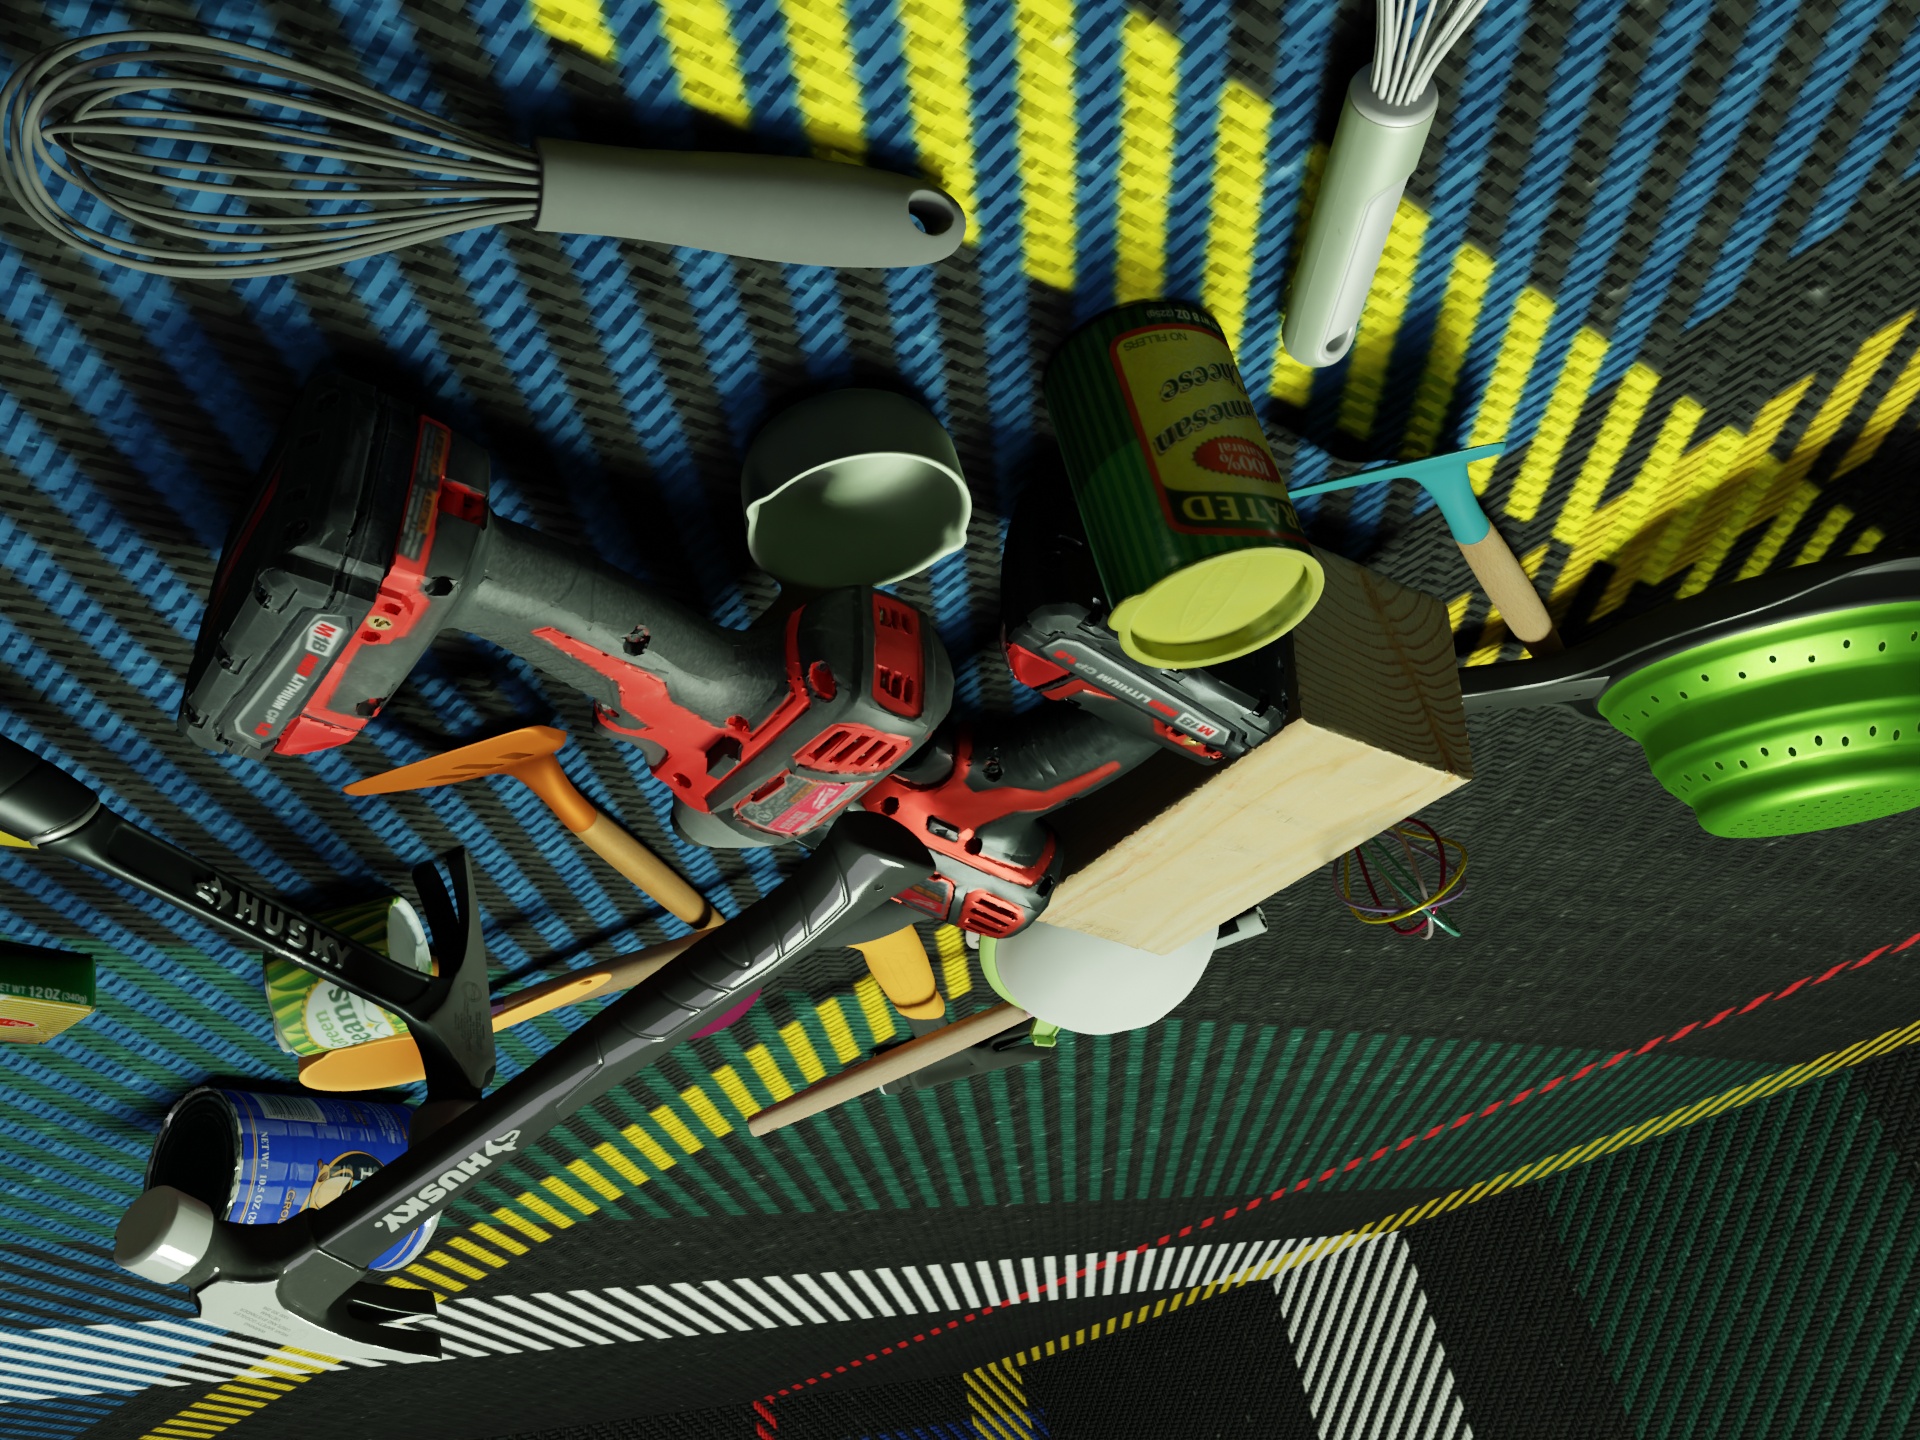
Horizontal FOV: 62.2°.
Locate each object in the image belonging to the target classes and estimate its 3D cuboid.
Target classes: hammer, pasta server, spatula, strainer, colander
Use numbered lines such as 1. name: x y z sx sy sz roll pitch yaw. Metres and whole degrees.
1. hammer: -0.305 0.040 0.575 0.036 0.149 0.408 -22 142 15
2. pasta server: 0.012 0.183 0.991 0.316 0.040 0.060 -24 149 0
3. spatula: -0.229 0.151 0.877 0.316 0.018 0.059 -19 152 22
4. hammer: -0.021 0.175 1.021 0.127 0.034 0.336 -14 152 2
5. strainer: 0.139 0.114 0.907 0.256 0.069 0.151 -23 131 0
6. spatula: 0.226 -0.063 0.686 0.082 0.044 0.317 -11 158 29
7. hammer: -0.152 0.145 0.638 0.335 0.035 0.146 -35 132 3
8. colander: 0.318 0.011 0.760 0.397 0.095 0.204 -8 163 6
9. spatula: -0.165 0.062 0.739 0.081 0.041 0.322 -17 153 6

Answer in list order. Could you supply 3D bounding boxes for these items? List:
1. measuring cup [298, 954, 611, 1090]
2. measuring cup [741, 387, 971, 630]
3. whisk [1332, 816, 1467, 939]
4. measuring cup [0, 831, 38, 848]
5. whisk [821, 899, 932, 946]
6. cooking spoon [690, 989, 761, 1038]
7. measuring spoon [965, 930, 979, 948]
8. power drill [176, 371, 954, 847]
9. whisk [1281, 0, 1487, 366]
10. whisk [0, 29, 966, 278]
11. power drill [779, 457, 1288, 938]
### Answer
1. measuring cup: -0.263 0.141 0.826 0.173 0.052 0.095 -22 156 9
2. measuring cup: -0.060 -0.058 0.571 0.083 0.038 0.167 6 148 -32
3. whisk: 0.194 0.051 0.753 0.051 0.245 0.047 27 101 -2
4. measuring cup: -0.406 0.051 0.616 0.156 0.029 0.062 10 144 -35
5. whisk: 0.050 0.079 0.841 0.284 0.070 0.070 -11 152 -3
6. cooking spoon: -0.109 0.125 0.904 0.068 0.017 0.318 3 148 -30
7. measuring spoon: 0.018 0.117 0.948 0.034 0.018 0.124 -9 152 -10
8. power drill: -0.127 -0.015 0.528 0.219 0.079 0.143 20 142 -31
9. whisk: 0.120 -0.175 0.429 0.058 0.059 0.246 -37 161 -15
10. whisk: -0.105 -0.133 0.402 0.239 0.055 0.055 -4 151 -26
11. power drill: -0.001 -0.002 0.638 0.187 0.080 0.226 26 137 -21
